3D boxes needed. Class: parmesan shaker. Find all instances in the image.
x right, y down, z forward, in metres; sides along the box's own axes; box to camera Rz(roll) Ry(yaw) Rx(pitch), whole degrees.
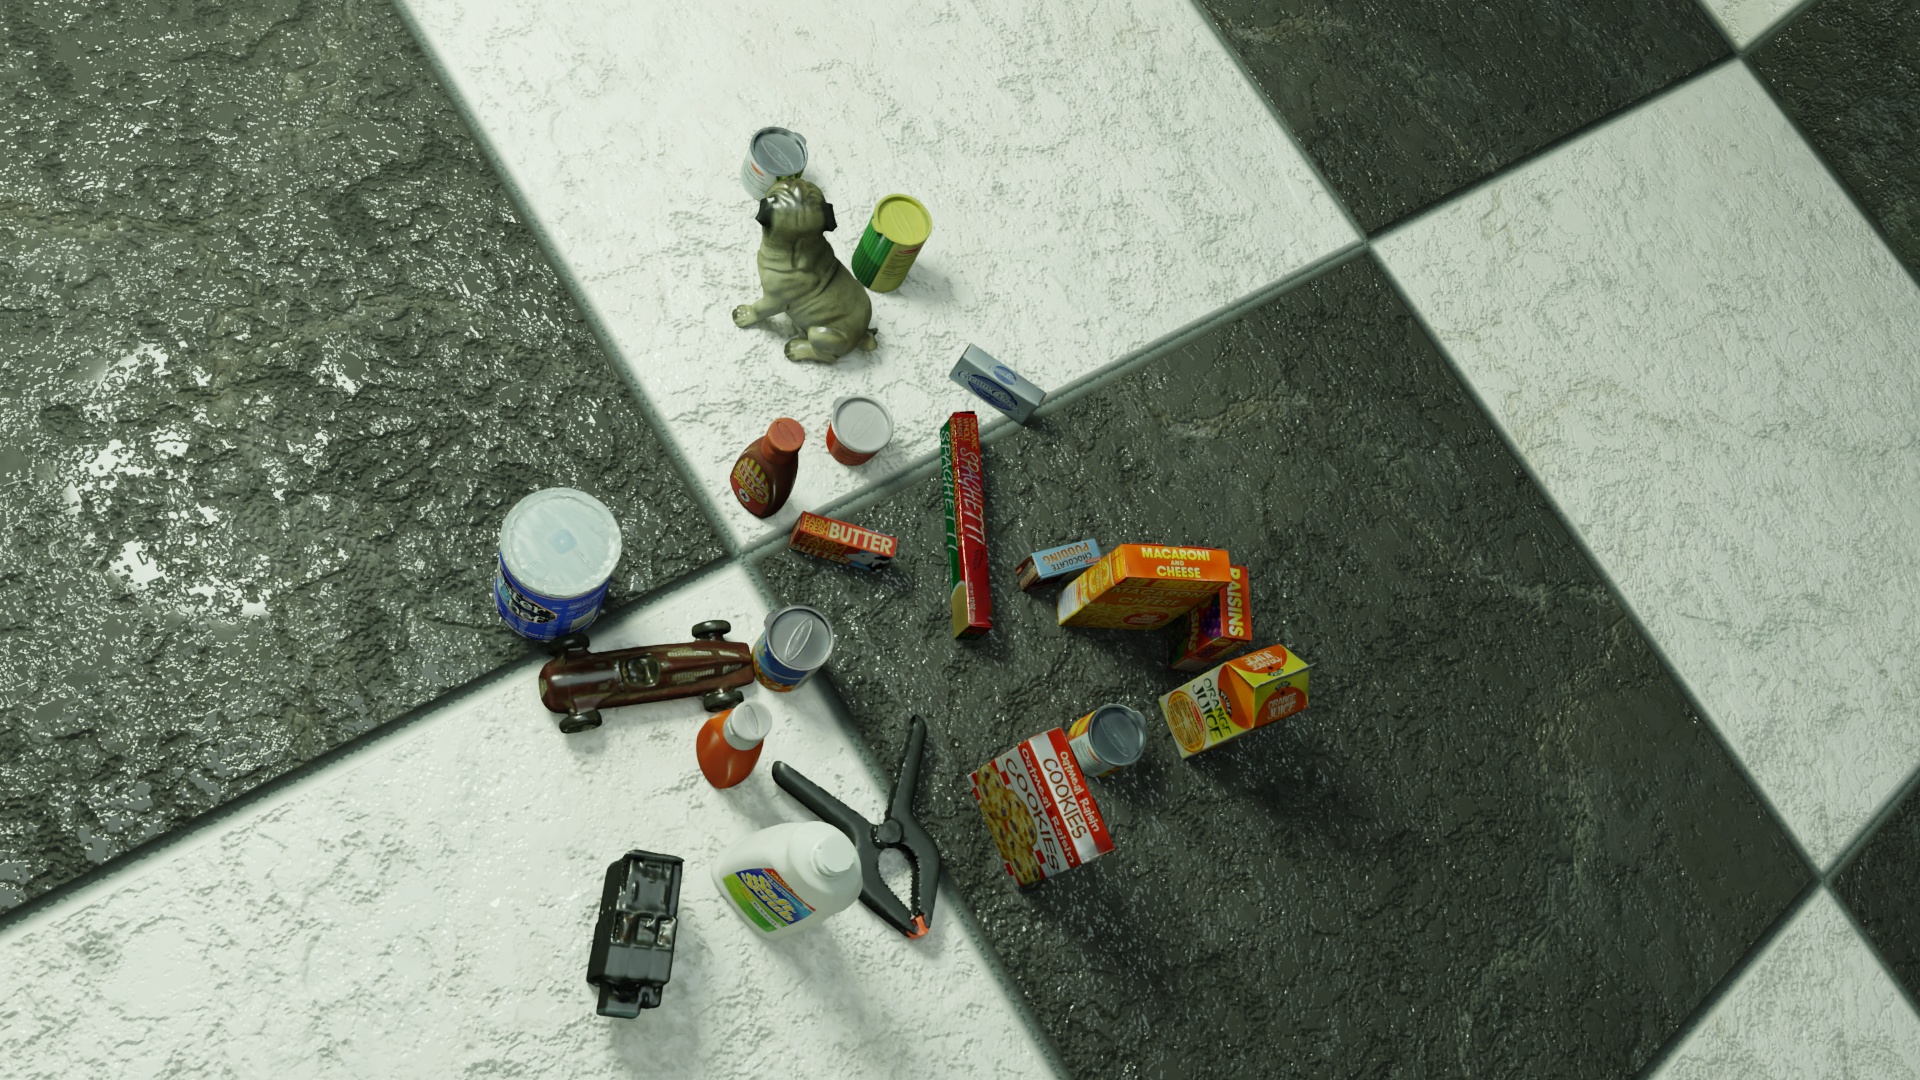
[{"bbox_3d":[-0.081,-0.331,1.555,0.071,0.102,0.071,8,66,-18],"label":"parmesan shaker"}]

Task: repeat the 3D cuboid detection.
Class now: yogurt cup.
[{"bbox_3d":[-0.111,-0.115,1.481,0.072,0.053,0.072,8,66,-18],"label":"yogurt cup"}]

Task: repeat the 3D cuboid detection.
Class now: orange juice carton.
[{"bbox_3d":[0.289,0.164,1.441,0.072,0.192,0.073,-14,75,-25],"label":"orange juice carton"}]

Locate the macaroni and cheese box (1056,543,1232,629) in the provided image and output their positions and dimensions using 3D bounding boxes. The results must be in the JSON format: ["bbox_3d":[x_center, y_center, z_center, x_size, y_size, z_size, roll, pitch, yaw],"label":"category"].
[{"bbox_3d":[0.190,0.050,1.465,0.124,0.165,0.040,3,68,-20],"label":"macaroni and cheese box"}]

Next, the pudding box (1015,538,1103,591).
[{"bbox_3d":[0.107,0.027,1.509,0.084,0.049,0.030,-13,74,-25],"label":"pudding box"}]

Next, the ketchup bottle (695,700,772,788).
[{"bbox_3d":[-0.206,0.182,1.266,0.044,0.148,0.065,-16,75,-26],"label":"ketchup bottle"}]

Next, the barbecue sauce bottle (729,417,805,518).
[{"bbox_3d":[-0.189,-0.076,1.381,0.044,0.148,0.065,-36,85,-29],"label":"barbecue sauce bottle"}]

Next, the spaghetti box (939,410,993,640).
[{"bbox_3d":[0.005,-0.019,1.489,0.029,0.050,0.251,4,67,-20],"label":"spaghetti box"}]

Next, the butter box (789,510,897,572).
[{"bbox_3d":[-0.122,0.002,1.429,0.103,0.053,0.024,17,64,-14],"label":"butter box"}]

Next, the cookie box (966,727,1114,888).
[{"bbox_3d":[0.075,0.259,1.333,0.040,0.166,0.123,-18,76,-26],"label":"cookie box"}]

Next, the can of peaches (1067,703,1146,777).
[{"bbox_3d":[0.153,0.208,1.447,0.071,0.057,0.071,8,66,-18],"label":"can of peaches"}]

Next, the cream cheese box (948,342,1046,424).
[{"bbox_3d":[0.041,-0.176,1.566,0.104,0.053,0.024,33,61,-6],"label":"cream cheese box"}]

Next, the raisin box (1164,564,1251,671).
[{"bbox_3d":[0.267,0.085,1.505,0.040,0.123,0.086,10,66,-17],"label":"raisin box"}]

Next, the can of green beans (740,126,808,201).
[{"bbox_3d":[-0.211,-0.423,1.569,0.071,0.057,0.071,8,66,-18],"label":"can of green beans"}]

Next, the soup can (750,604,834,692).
[{"bbox_3d":[-0.167,0.105,1.351,0.071,0.083,0.071,8,66,-18],"label":"soup can"}]
